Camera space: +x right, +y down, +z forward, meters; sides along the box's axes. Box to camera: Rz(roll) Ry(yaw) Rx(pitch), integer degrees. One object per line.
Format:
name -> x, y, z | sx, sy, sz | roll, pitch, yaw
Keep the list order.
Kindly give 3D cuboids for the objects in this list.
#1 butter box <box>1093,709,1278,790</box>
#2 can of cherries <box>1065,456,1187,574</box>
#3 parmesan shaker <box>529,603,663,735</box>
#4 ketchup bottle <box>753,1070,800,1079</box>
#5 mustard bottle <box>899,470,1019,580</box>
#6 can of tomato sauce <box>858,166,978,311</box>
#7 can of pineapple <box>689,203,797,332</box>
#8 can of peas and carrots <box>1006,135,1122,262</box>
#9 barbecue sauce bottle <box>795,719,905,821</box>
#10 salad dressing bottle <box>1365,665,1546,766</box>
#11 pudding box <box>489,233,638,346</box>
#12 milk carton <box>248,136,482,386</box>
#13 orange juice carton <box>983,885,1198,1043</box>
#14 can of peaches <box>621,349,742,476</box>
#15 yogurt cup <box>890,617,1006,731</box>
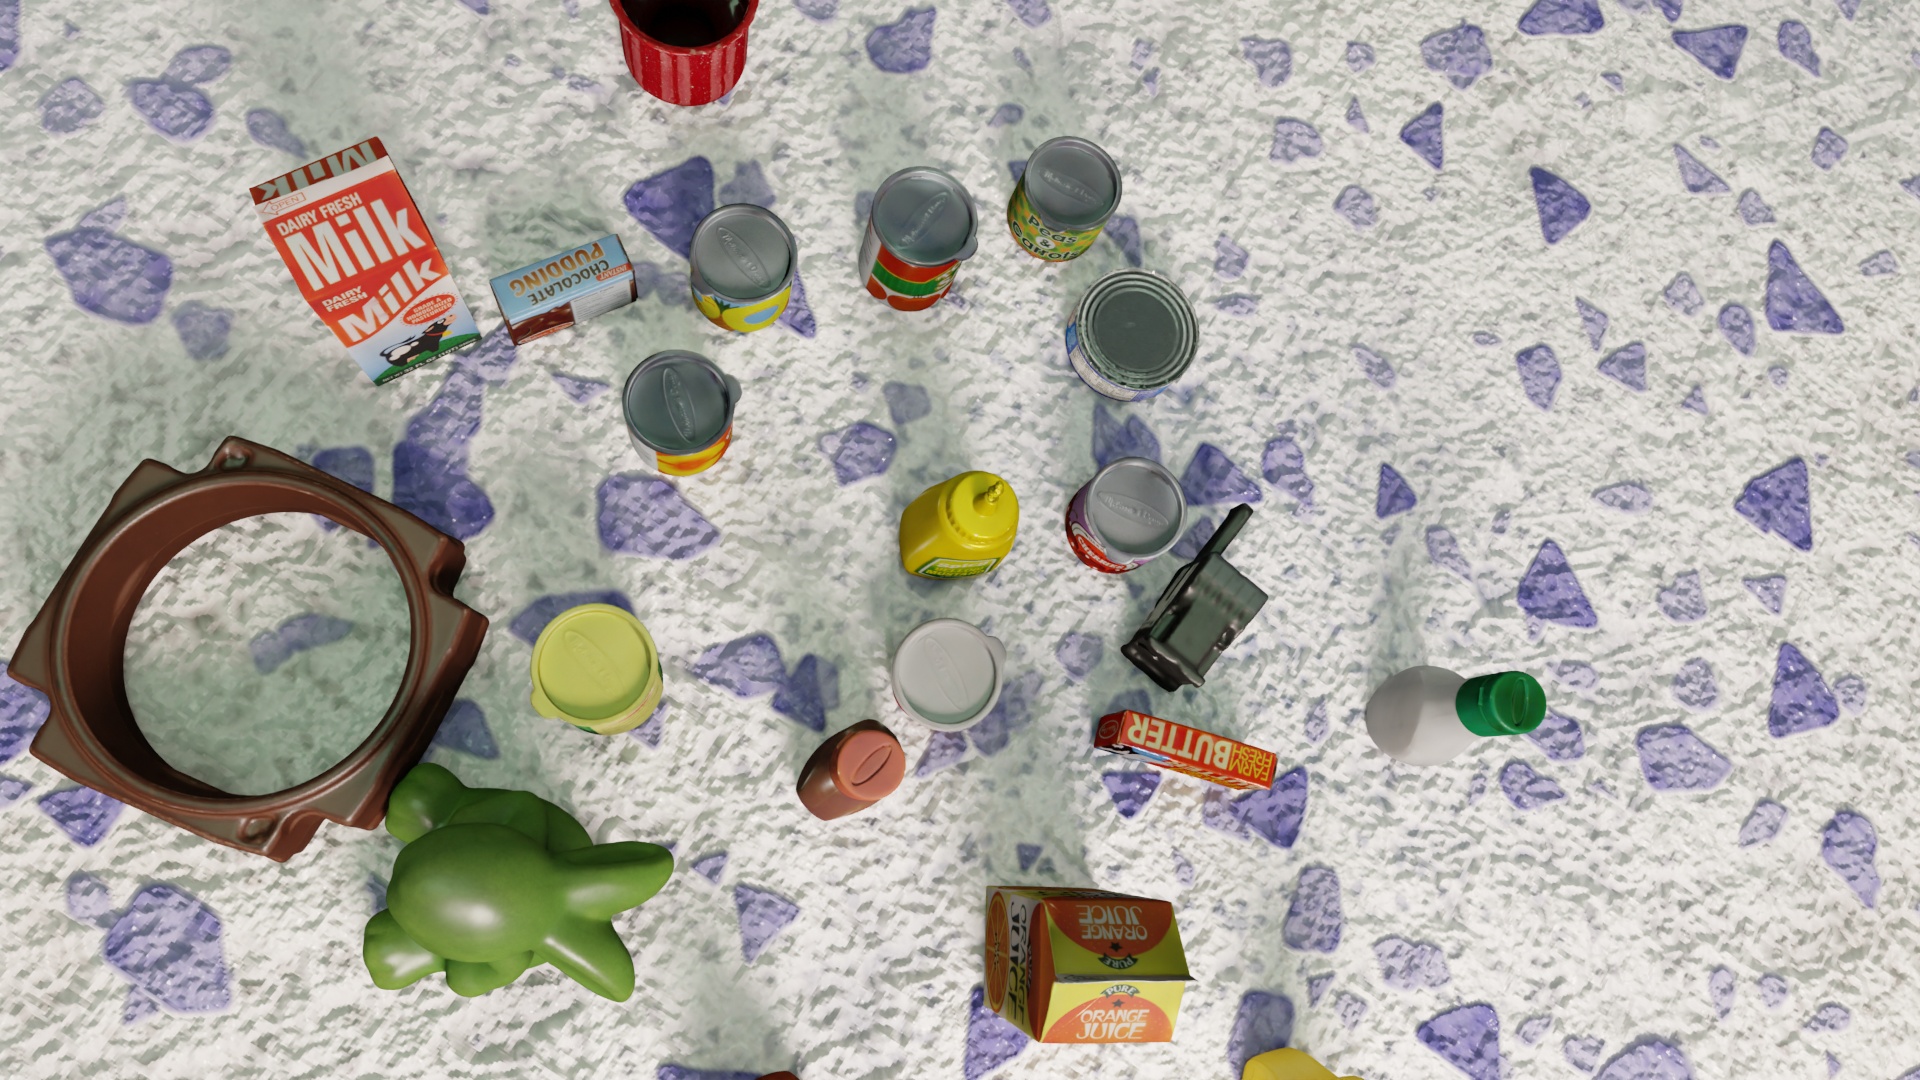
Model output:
butter box -> 0.141, 0.132, 0.871 | 0.103, 0.053, 0.024 | 17, 76, -7
can of cherries -> 0.103, -0.013, 0.892 | 0.071, 0.058, 0.071 | 2, 78, -10
parmesan shaker -> -0.207, 0.077, 0.791 | 0.071, 0.103, 0.071 | 2, 78, -10
ketchup bottle -> -0.103, 0.322, 0.736 | 0.065, 0.148, 0.043 | -36, 87, -15
mustard bottle -> 0.003, -0.010, 0.820 | 0.065, 0.160, 0.049 | -1, 79, -11
can of tomato sauce -> -0.027, -0.190, 0.892 | 0.071, 0.083, 0.071 | 2, 78, -10
can of pineapple -> -0.140, -0.171, 0.879 | 0.071, 0.057, 0.071 | 2, 78, -10
can of peas and carrots -> 0.068, -0.225, 0.929 | 0.071, 0.058, 0.071 | 2, 78, -10
barbecue sauce bottle -> -0.059, 0.129, 0.785 | 0.043, 0.148, 0.065 | 46, 75, 1
salad dressing bottle -> 0.304, 0.106, 0.858 | 0.044, 0.147, 0.064 | 14, 77, -7
pudding box -> -0.245, -0.155, 0.861 | 0.084, 0.049, 0.030 | -25, 84, -14
milk carton -> -0.330, -0.158, 0.772 | 0.072, 0.190, 0.073 | -28, 85, -14
orange juice carton -> 0.066, 0.232, 0.764 | 0.072, 0.192, 0.073 | 4, 78, -10
can of peaches -> -0.170, -0.078, 0.854 | 0.071, 0.058, 0.071 | 2, 78, -10
yogurt cup -> -0.012, 0.084, 0.852 | 0.072, 0.054, 0.072 | 2, 78, -10
